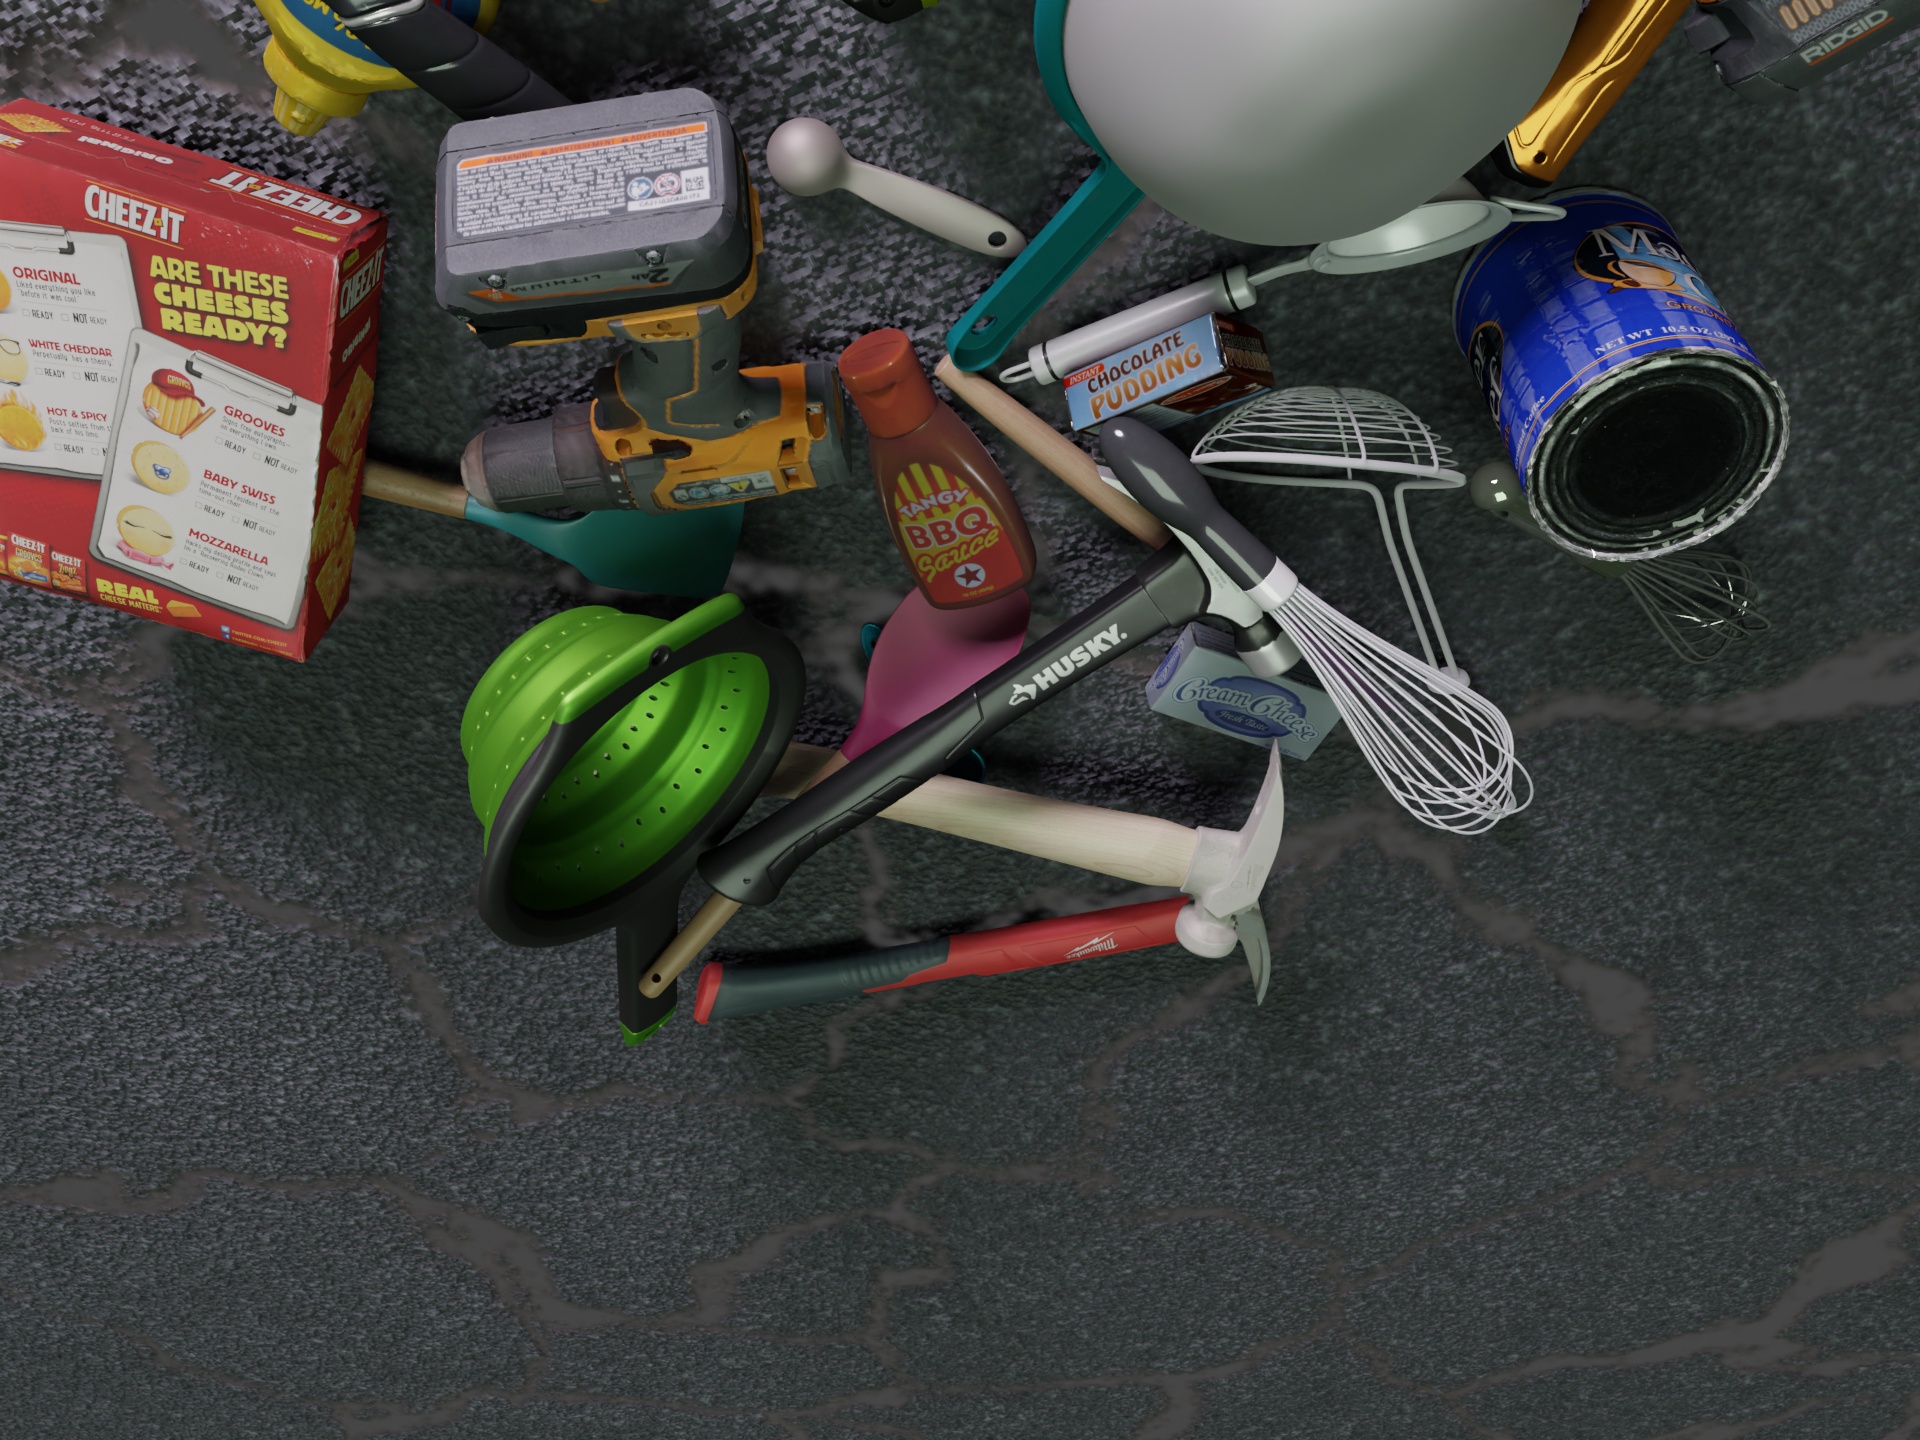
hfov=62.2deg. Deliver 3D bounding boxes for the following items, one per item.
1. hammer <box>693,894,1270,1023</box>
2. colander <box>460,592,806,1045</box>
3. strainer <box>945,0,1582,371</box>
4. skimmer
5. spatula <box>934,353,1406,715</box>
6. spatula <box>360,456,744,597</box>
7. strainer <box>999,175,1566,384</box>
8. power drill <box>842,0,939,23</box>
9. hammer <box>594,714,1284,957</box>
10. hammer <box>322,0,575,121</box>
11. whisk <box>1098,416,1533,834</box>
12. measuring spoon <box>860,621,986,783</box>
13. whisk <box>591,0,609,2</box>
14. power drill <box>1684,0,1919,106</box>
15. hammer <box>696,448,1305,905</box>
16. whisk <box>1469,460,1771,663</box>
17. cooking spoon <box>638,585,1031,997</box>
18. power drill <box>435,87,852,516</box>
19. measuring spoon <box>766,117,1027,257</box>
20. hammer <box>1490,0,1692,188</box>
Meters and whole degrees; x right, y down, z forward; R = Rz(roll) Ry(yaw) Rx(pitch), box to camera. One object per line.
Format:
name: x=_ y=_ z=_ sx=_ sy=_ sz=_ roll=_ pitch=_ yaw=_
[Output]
hammer: x=0.010 y=0.166 z=1.062 sx=0.386 sy=0.038 sz=0.143 roll=-11 pitch=134 yaw=11
colander: x=-0.195 y=0.059 z=0.871 sx=0.094 sy=0.204 sz=0.396 roll=40 pitch=146 yaw=19
strainer: x=0.103 y=-0.214 z=0.623 sx=0.211 sy=0.095 sz=0.340 roll=3 pitch=152 yaw=-37
skimmer: x=0.230 y=-0.038 z=0.832 sx=0.127 sy=0.090 sz=0.362 roll=8 pitch=146 yaw=39
spatula: x=0.112 y=-0.089 z=0.818 sx=0.315 sy=0.060 sz=0.018 roll=34 pitch=93 yaw=-22
spatula: x=-0.271 y=-0.121 z=0.805 sx=0.317 sy=0.044 sz=0.082 roll=15 pitch=132 yaw=-7
strainer: x=0.132 y=-0.200 z=0.714 sx=0.258 sy=0.050 sz=0.087 roll=-17 pitch=175 yaw=23
power drill: x=0.051 y=-0.336 z=0.562 sx=0.223 sy=0.080 sz=0.171 roll=-11 pitch=133 yaw=6
hammer: x=-0.022 y=0.037 z=0.914 sx=0.410 sy=0.038 sz=0.146 roll=12 pitch=127 yaw=-2
hammer: x=-0.228 y=-0.264 z=0.569 sx=0.149 sy=0.036 sz=0.408 roll=-33 pitch=145 yaw=24
whisk: x=0.168 y=-0.043 z=0.753 sx=0.284 sy=0.070 sz=0.070 roll=41 pitch=123 yaw=-15
measuring spoon: x=-0.023 y=-0.010 z=0.915 sx=0.042 sy=0.021 sz=0.128 roll=-18 pitch=122 yaw=20
whisk: x=-0.098 y=-0.317 z=0.532 sx=0.051 sy=0.047 sz=0.245 roll=49 pitch=157 yaw=-7
power drill: x=0.228 y=-0.312 z=0.494 sx=0.226 sy=0.164 sz=0.084 roll=45 pitch=141 yaw=-19
hammer: x=-0.001 y=-0.003 z=0.819 sx=0.335 sy=0.035 sz=0.146 roll=-33 pitch=117 yaw=16
whisk: x=0.326 y=-0.078 z=0.781 sx=0.246 sy=0.058 sz=0.059 roll=16 pitch=99 yaw=-37
cooking spoon: x=-0.077 y=0.039 z=0.881 sx=0.069 sy=0.017 sz=0.319 roll=41 pitch=102 yaw=-2
power drill: x=-0.153 y=-0.157 z=0.685 sx=0.185 sy=0.084 sz=0.226 roll=-8 pitch=160 yaw=3
measuring spoon: x=-0.026 y=-0.229 z=0.702 sx=0.124 sy=0.018 sz=0.034 roll=18 pitch=131 yaw=-16
hammer: x=0.312 y=-0.344 z=0.580 sx=0.127 sy=0.034 sz=0.336 roll=19 pitch=131 yaw=-15
